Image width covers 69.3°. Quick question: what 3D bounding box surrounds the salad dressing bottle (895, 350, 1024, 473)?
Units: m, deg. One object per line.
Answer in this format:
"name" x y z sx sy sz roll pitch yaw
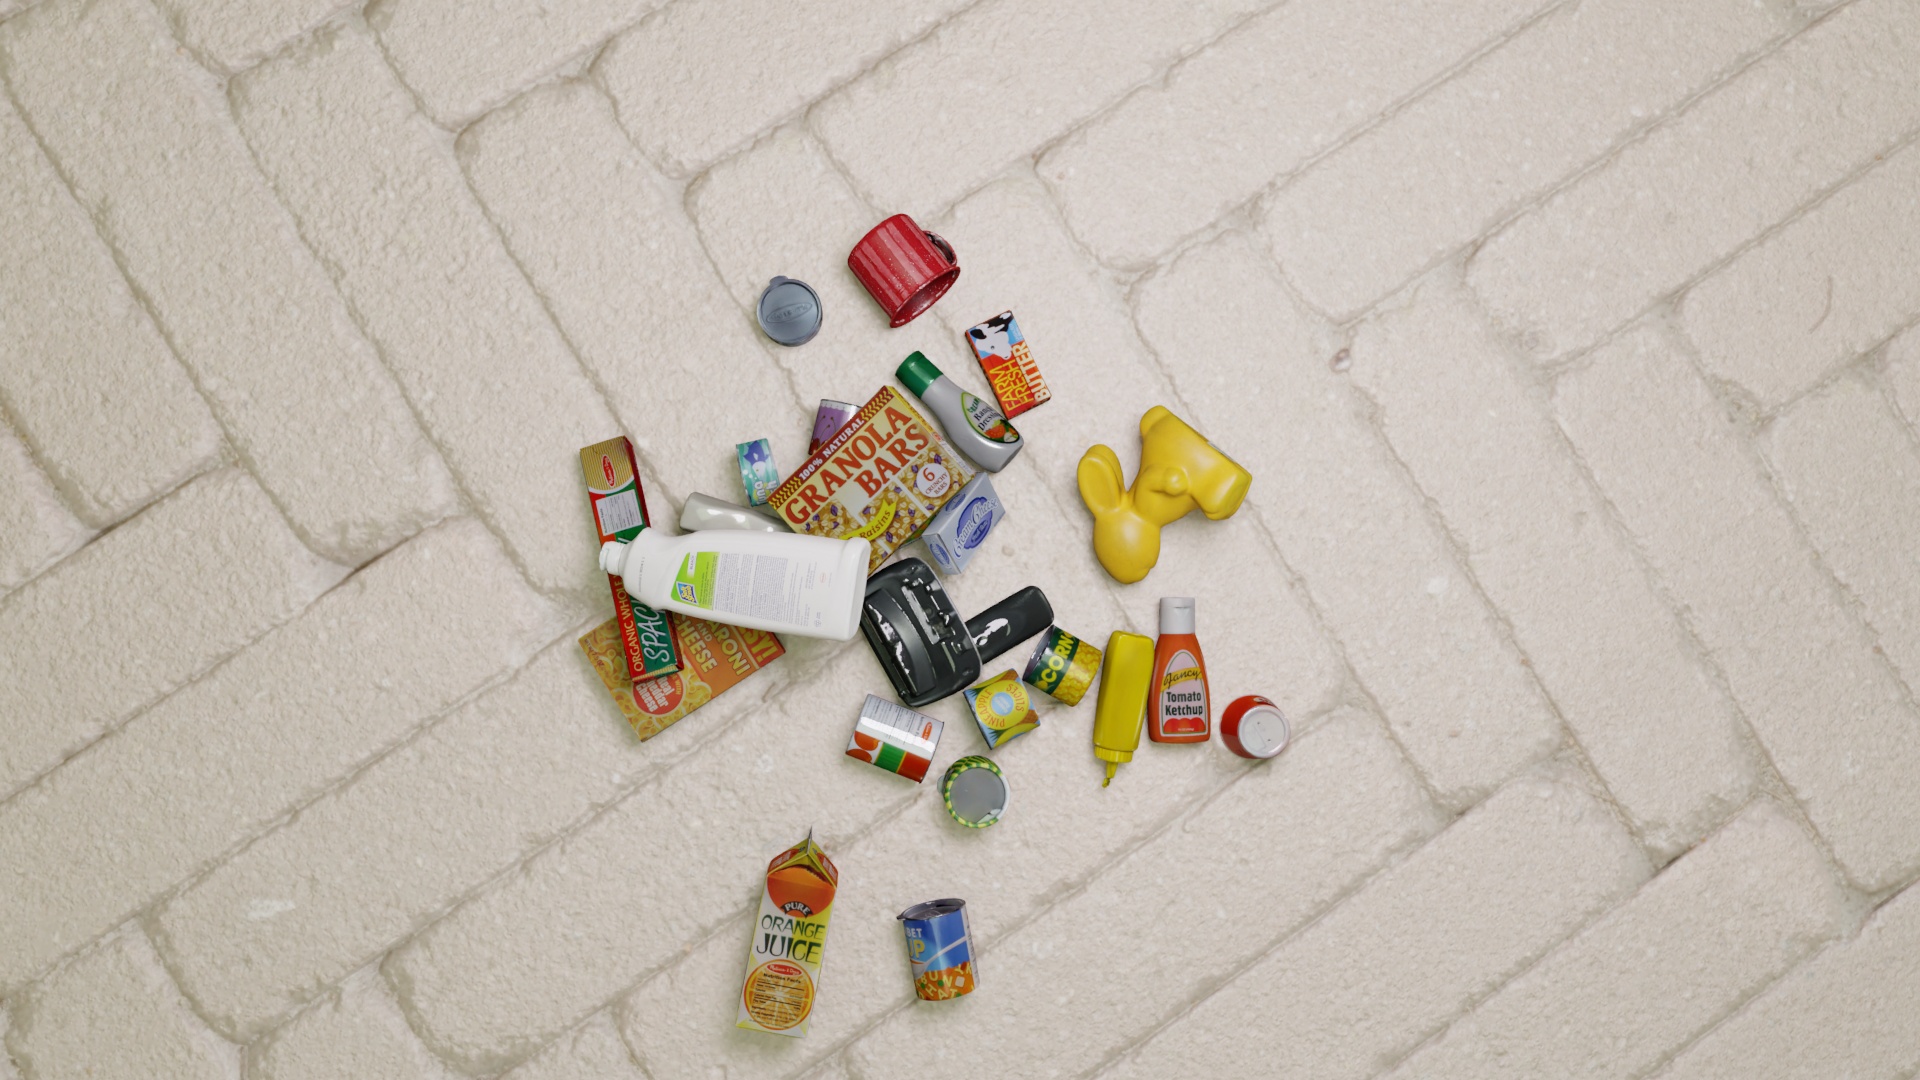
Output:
"salad dressing bottle" -0.002 -0.133 1.422 0.148 0.064 0.043 43 129 6

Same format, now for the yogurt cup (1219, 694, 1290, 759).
"yogurt cup" 0.305 0.194 1.426 0.072 0.054 0.072 0 88 -2

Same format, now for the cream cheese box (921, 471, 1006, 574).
"cream cheese box" 0.005 -0.018 1.396 0.104 0.024 0.053 -53 125 -38

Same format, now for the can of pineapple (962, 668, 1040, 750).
"can of pineapple" 0.042 0.170 1.404 0.058 0.071 0.071 -26 90 -5

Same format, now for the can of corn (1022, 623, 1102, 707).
"can of corn" 0.104 0.127 1.409 0.058 0.071 0.071 29 87 -3

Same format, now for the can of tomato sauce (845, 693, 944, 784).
"can of tomato sauce" -0.067 0.200 1.399 0.083 0.071 0.071 21 87 -2

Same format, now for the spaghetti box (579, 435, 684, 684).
"spaghetti box" -0.327 0.019 1.379 0.050 0.028 0.250 -17 75 1

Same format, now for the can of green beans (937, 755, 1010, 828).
"can of green beans" 0.015 0.254 1.405 0.071 0.058 0.071 0 88 -3

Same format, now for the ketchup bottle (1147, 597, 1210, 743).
"ketchup bottle" 0.224 0.133 1.430 0.065 0.043 0.149 0 87 -8

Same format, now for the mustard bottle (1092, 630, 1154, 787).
"mustard bottle" 0.163 0.174 1.417 0.049 0.065 0.160 9 93 -2

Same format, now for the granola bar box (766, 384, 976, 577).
"granola bar box" -0.087 -0.051 1.351 0.165 0.039 0.124 -43 88 9

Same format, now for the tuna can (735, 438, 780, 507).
"tuna can" -0.202 -0.067 1.399 0.033 0.071 0.071 -14 89 -4

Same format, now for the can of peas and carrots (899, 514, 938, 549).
"can of peas and carrots" -0.060 -0.031 1.407 0.059 0.071 0.071 -27 90 -3

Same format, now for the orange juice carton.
"orange juice carton" -0.167 0.385 1.382 0.073 0.072 0.192 11 87 -3

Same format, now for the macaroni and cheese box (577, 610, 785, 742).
"macaroni and cheese box" -0.280 0.106 1.402 0.166 0.040 0.123 -32 89 -4

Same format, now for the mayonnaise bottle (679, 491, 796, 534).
"mayonnaise bottle" -0.207 -0.008 1.402 0.148 0.065 0.041 18 94 -6

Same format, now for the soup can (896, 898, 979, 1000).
"soup can" -0.022 0.410 1.392 0.071 0.071 0.083 -10 89 -4

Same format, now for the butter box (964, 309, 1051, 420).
"butter box" 0.049 -0.182 1.442 0.053 0.024 0.103 -25 89 -5

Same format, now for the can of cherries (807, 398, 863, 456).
"can of cherries" -0.118 -0.107 1.410 0.071 0.071 0.058 13 88 -3

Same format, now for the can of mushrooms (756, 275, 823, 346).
"can of mushrooms" -0.175 -0.235 1.426 0.071 0.033 0.071 0 88 -3
